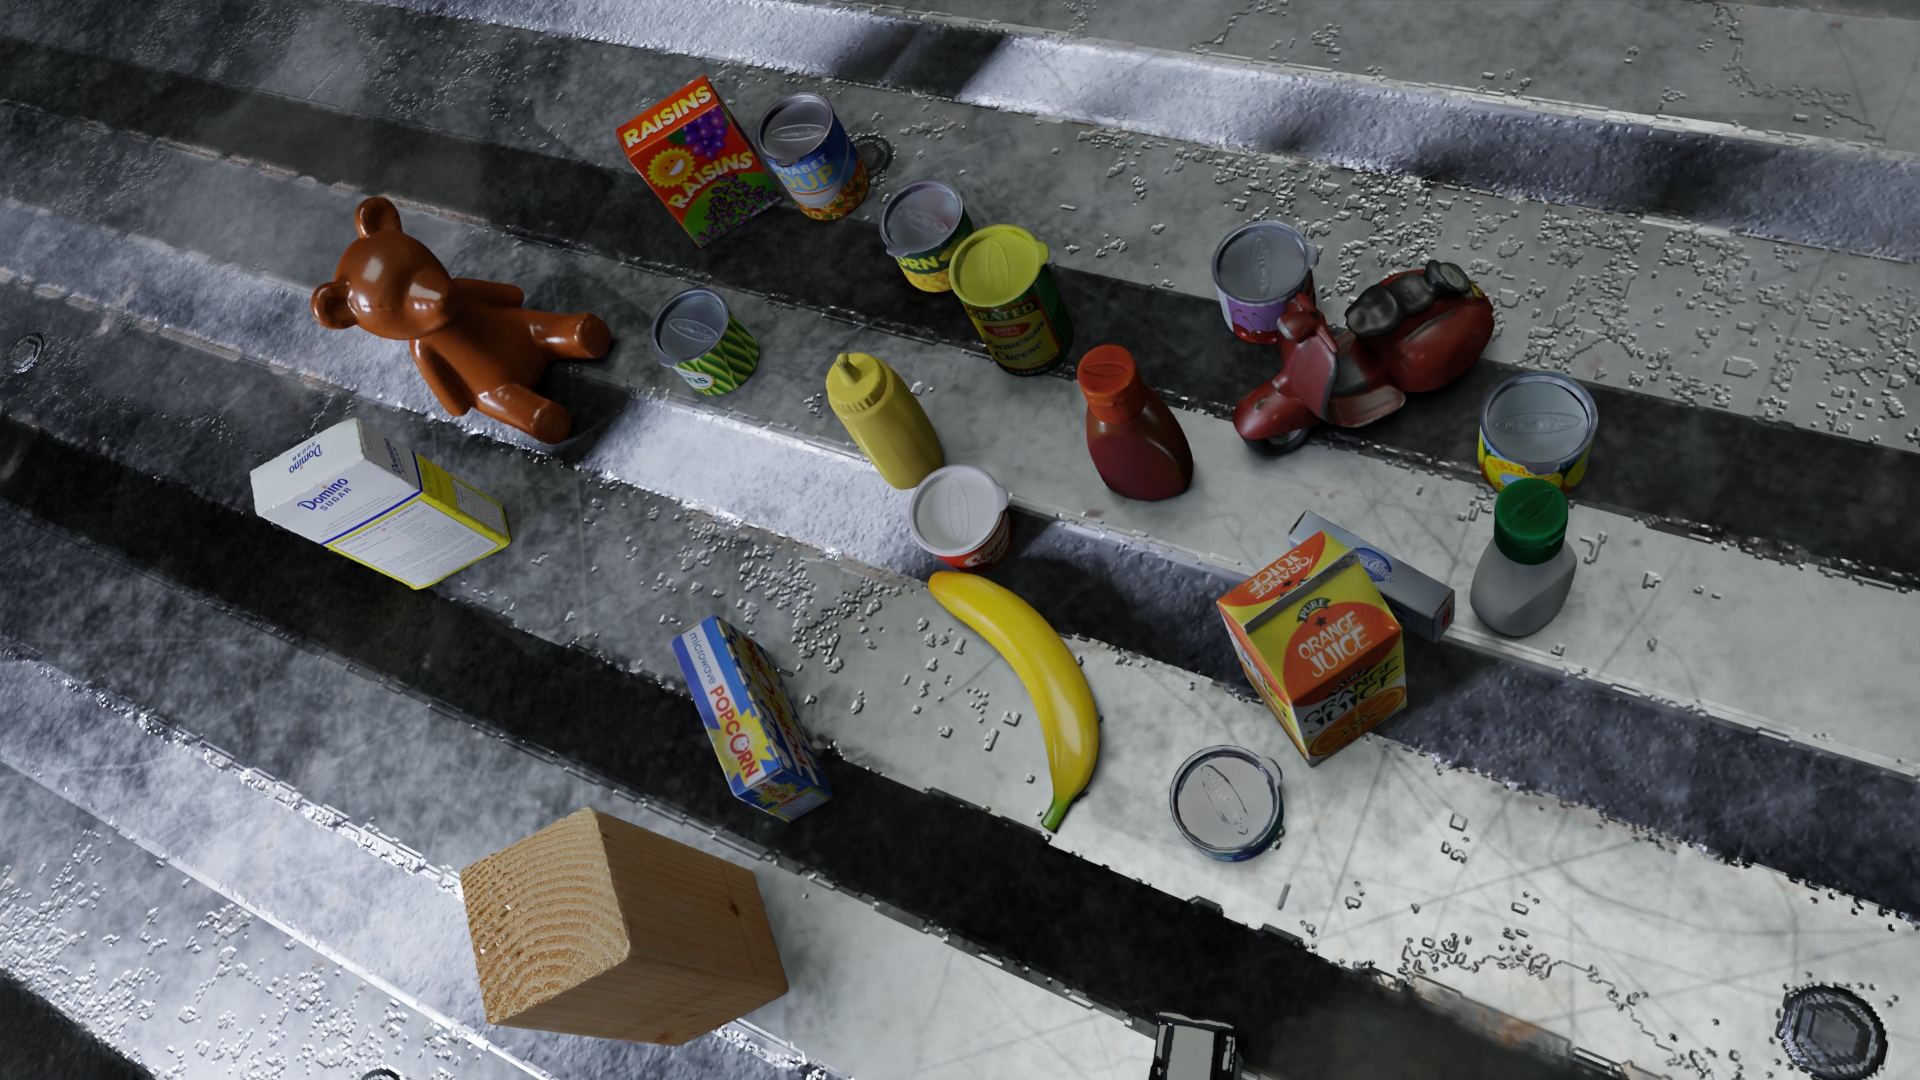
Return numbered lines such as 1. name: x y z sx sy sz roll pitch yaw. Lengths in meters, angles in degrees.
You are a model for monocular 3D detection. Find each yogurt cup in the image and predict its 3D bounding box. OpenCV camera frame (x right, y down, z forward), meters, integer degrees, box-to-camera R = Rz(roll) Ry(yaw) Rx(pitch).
1. yogurt cup: 0.003 -0.012 0.963 0.072 0.053 0.072 -7 65 16

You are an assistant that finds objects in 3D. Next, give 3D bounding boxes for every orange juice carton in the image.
1. orange juice carton: 0.200 0.059 0.786 0.072 0.192 0.073 -34 61 2

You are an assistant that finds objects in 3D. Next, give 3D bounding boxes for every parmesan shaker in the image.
1. parmesan shaker: 0.041 -0.170 0.992 0.071 0.103 0.071 -7 65 16

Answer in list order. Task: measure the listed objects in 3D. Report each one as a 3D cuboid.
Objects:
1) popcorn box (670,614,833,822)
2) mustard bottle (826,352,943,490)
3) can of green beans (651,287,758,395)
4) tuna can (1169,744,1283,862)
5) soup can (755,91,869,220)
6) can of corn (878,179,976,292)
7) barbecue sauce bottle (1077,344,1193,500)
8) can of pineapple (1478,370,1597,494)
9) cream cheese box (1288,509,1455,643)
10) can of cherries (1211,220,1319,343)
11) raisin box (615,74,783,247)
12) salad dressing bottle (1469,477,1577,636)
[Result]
1. popcorn box: -0.140 0.120 0.935 0.038 0.085 0.127 -32 61 4
2. mustard bottle: -0.057 -0.090 0.957 0.049 0.160 0.065 -24 62 8
3. can of green beans: -0.200 -0.156 1.093 0.071 0.057 0.071 -7 65 16
4. tuna can: 0.165 0.159 0.845 0.071 0.032 0.071 -7 65 16
5. soup can: -0.118 -0.305 1.117 0.071 0.083 0.071 -7 65 16
6. can of corn: -0.023 -0.231 1.067 0.071 0.058 0.071 -7 65 16
7. barbecue sauce bottle: 0.109 -0.075 0.901 0.065 0.148 0.044 5 69 21
8. can of pineapple: 0.357 -0.062 0.864 0.071 0.057 0.071 -7 65 16
9. cream cheese box: 0.255 0.023 0.863 0.104 0.053 0.024 33 81 28
10. can of cherries: 0.214 -0.178 0.963 0.071 0.058 0.072 -7 65 16
11. raisin box: -0.209 -0.305 1.125 0.086 0.123 0.040 -29 61 5
12. salad dressing bottle: 0.322 0.010 0.792 0.064 0.147 0.044 -38 61 0
